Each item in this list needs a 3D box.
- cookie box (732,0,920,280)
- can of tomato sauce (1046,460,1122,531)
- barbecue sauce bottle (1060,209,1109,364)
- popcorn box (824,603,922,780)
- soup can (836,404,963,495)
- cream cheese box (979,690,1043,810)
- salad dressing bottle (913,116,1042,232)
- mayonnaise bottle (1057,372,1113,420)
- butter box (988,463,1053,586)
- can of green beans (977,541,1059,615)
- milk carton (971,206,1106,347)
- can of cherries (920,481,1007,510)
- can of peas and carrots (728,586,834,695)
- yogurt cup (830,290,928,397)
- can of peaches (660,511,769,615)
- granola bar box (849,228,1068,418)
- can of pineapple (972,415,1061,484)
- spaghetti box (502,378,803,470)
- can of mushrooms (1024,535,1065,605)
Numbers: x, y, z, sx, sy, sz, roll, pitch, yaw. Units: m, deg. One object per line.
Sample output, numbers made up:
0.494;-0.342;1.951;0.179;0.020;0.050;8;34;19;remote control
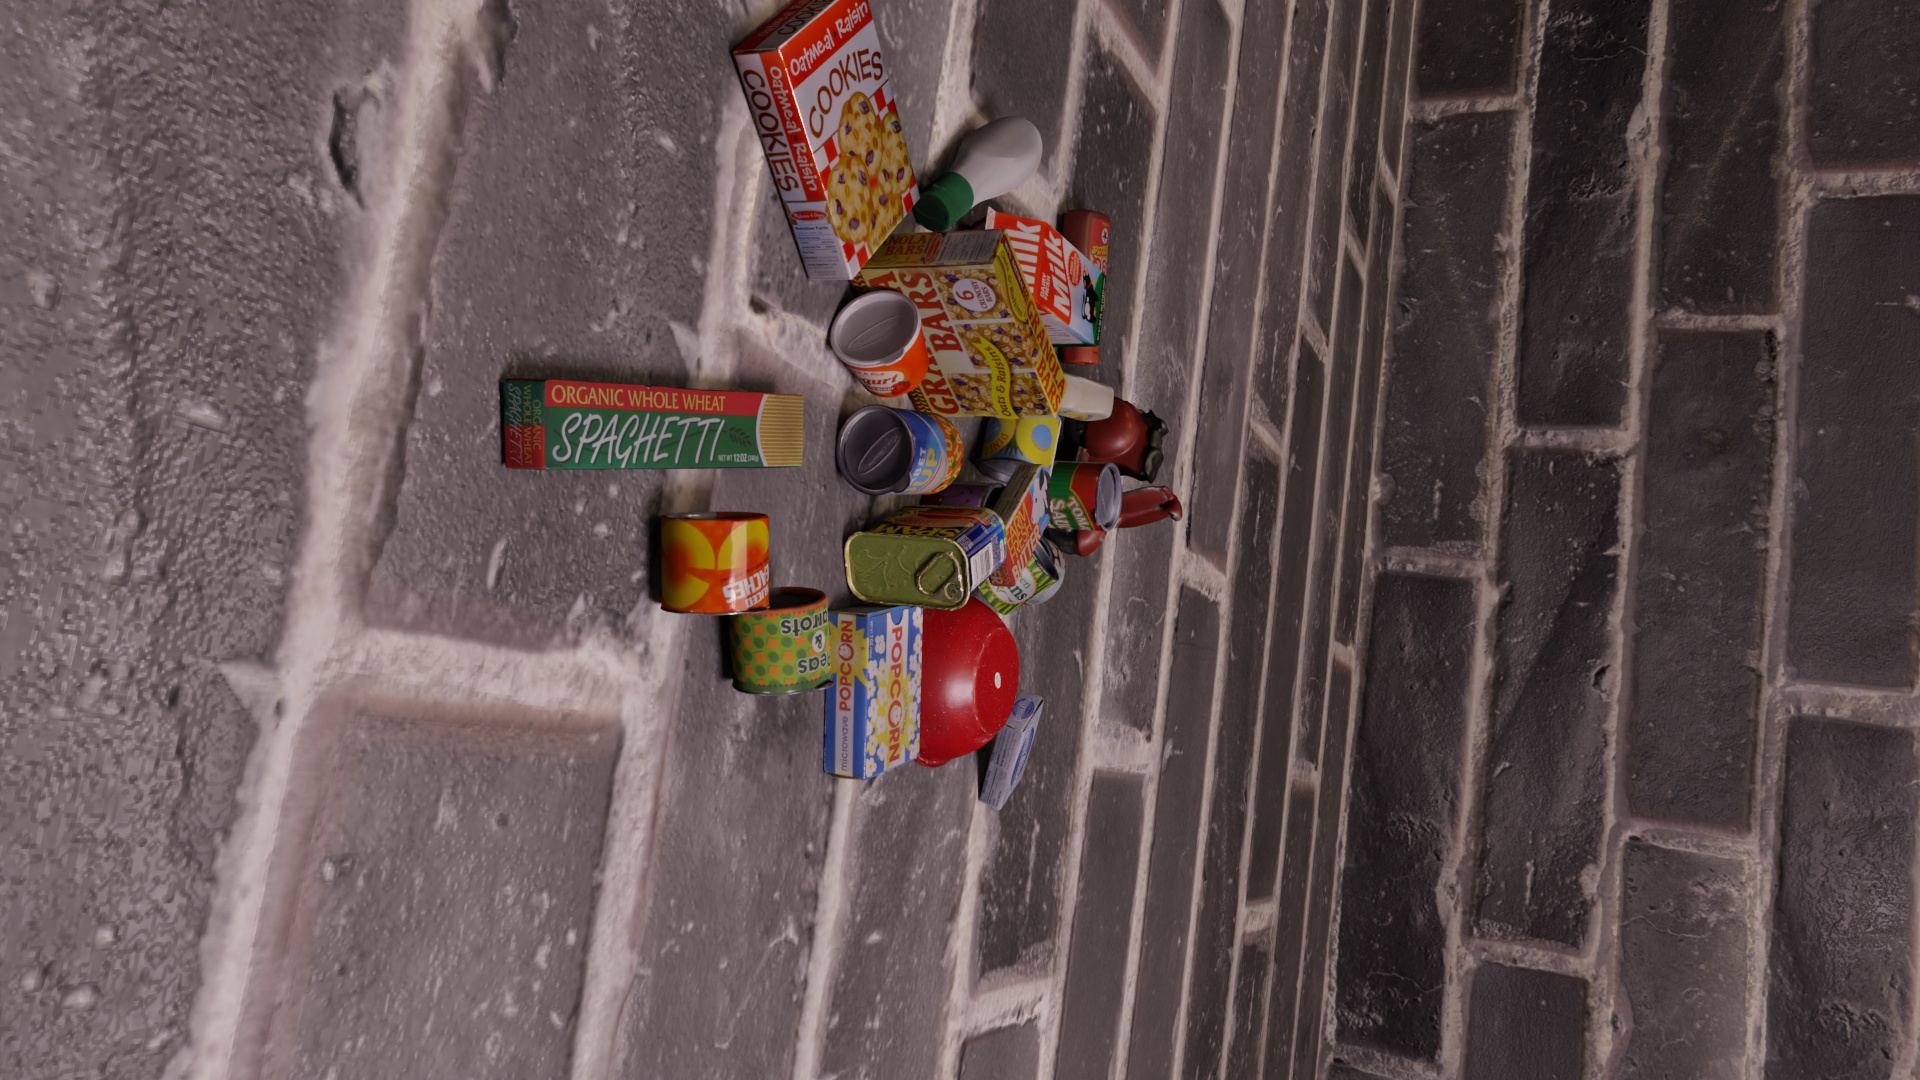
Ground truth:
-0.089;-0.285;0.966;0.123;0.040;0.166;-59;144;-43;cookie box
0.104;-0.042;1.329;0.071;0.083;0.071;-14;106;-62;can of tomato sauce
0.122;-0.251;1.384;0.065;0.043;0.148;-4;97;-64;barbecue sauce bottle
-0.066;0.112;1.061;0.085;0.038;0.126;-7;100;-62;popcorn box
-0.043;-0.065;1.049;0.084;0.071;0.071;-3;95;-64;soup can
0.047;0.192;1.269;0.054;0.024;0.103;-50;157;-52;cream cheese box
0.014;-0.303;1.150;0.148;0.064;0.043;-48;154;-40;salad dressing bottle
0.089;-0.140;1.316;0.148;0.065;0.041;1;96;-59;mayonnaise bottle
0.046;-0.014;1.151;0.104;0.024;0.053;-60;143;-44;butter box
0.044;0.024;1.217;0.071;0.058;0.071;52;12;-15;can of green beans
0.060;-0.230;1.231;0.190;0.073;0.072;17;78;-62;milk carton
0.004;-0.015;1.162;0.071;0.058;0.071;3;91;-64;can of cherries
-0.117;0.066;0.916;0.071;0.071;0.058;-22;112;-61;can of peas and carrots
-0.056;-0.142;1.023;0.053;0.072;0.072;64;38;-58;yogurt cup
-0.148;0.013;0.849;0.071;0.071;0.058;-8;100;-63;can of peaches
-0.001;-0.161;1.060;0.165;0.124;0.039;62;41;-47;granola bar box
0.052;-0.087;1.241;0.071;0.071;0.058;41;56;-58;can of pineapple
-0.173;-0.068;0.835;0.250;0.028;0.050;-7;99;-63;spaghetti box
0.059;0.023;1.270;0.033;0.071;0.071;27;69;-61;can of mushrooms
